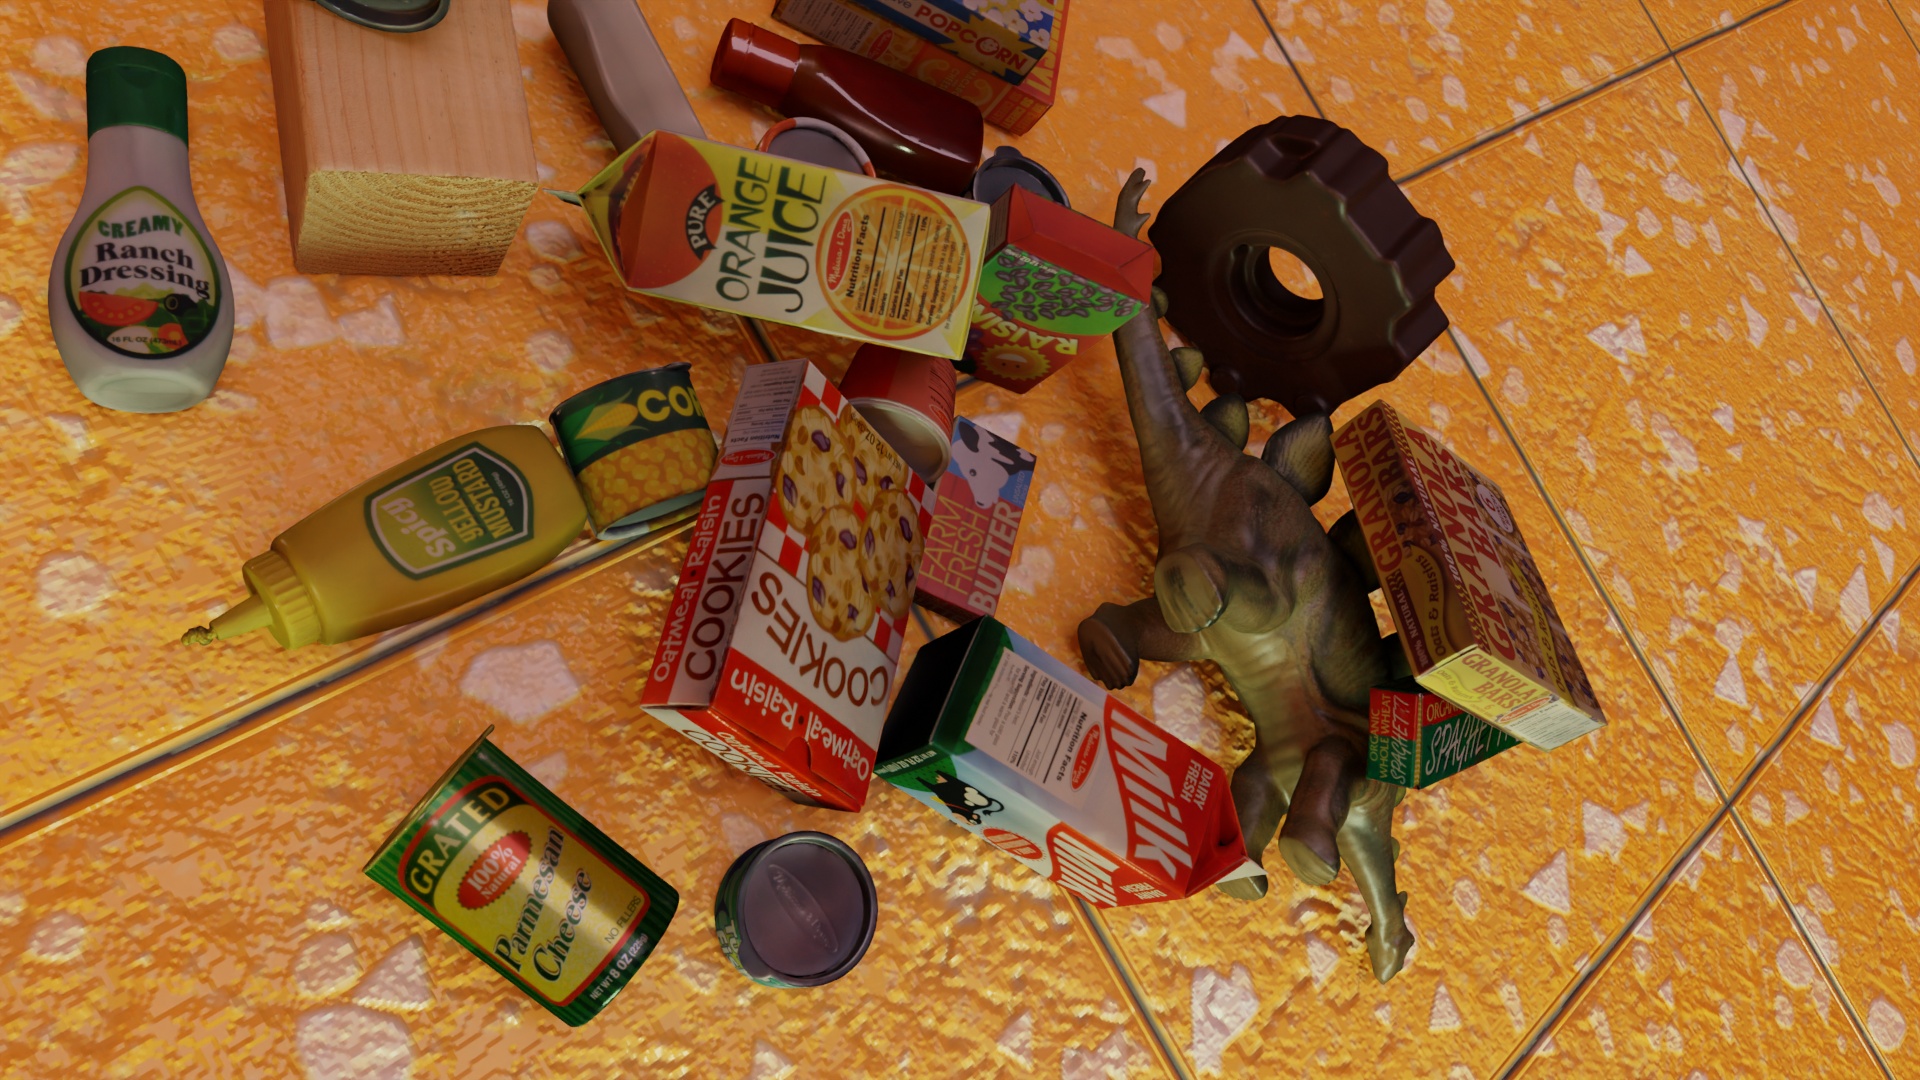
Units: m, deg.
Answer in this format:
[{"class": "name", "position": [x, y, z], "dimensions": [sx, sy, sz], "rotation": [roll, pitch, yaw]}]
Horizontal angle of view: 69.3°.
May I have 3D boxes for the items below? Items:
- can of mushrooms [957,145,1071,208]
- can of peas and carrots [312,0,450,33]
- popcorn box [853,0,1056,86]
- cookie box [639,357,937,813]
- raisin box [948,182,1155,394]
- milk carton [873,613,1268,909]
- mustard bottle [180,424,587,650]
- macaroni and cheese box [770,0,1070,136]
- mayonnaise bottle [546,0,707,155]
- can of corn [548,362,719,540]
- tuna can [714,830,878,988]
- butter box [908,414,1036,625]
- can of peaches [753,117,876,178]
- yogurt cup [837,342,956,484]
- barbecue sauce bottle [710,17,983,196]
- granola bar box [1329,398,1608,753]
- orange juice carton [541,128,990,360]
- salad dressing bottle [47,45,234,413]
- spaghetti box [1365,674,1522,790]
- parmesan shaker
[{"class": "can of mushrooms", "position": [0.028, -0.188, 0.801], "dimensions": [0.071, 0.033, 0.071], "rotation": [10, 68, -26]}, {"class": "can of peas and carrots", "position": [-0.229, -0.244, 0.546], "dimensions": [0.071, 0.070, 0.059], "rotation": [19, 64, -23]}, {"class": "popcorn box", "position": [-0.006, -0.323, 0.777], "dimensions": [0.127, 0.038, 0.085], "rotation": [21, 63, -21]}, {"class": "cookie box", "position": [-0.070, 0.022, 0.627], "dimensions": [0.122, 0.040, 0.168], "rotation": [47, 48, -49]}, {"class": "raisin box", "position": [0.030, -0.127, 0.725], "dimensions": [0.086, 0.123, 0.040], "rotation": [17, 65, -24]}, {"class": "milk carton", "position": [0.058, 0.122, 0.681], "dimensions": [0.190, 0.072, 0.074], "rotation": [33, 59, -14]}, {"class": "mustard bottle", "position": [-0.234, 0.006, 0.568], "dimensions": [0.161, 0.048, 0.065], "rotation": [-31, 86, -35]}, {"class": "macaroni and cheese box", "position": [-0.017, -0.329, 0.822], "dimensions": [0.166, 0.040, 0.124], "rotation": [20, 64, -22]}, {"class": "mayonnaise bottle", "position": [-0.152, -0.206, 0.687], "dimensions": [0.041, 0.064, 0.148], "rotation": [-29, 92, -19]}, {"class": "can of corn", "position": [-0.141, -0.039, 0.626], "dimensions": [0.071, 0.071, 0.058], "rotation": [-19, 84, -34]}, {"class": "tuna can", "position": [-0.074, 0.165, 0.612], "dimensions": [0.071, 0.032, 0.071], "rotation": [11, 67, -27]}, {"class": "butter box", "position": [0.003, -0.009, 0.725], "dimensions": [0.053, 0.024, 0.104], "rotation": [26, 61, -19]}, {"class": "can of peaches", "position": [-0.084, -0.173, 0.715], "dimensions": [0.071, 0.058, 0.071], "rotation": [11, 67, -27]}, {"class": "yogurt cup", "position": [-0.033, -0.067, 0.704], "dimensions": [0.072, 0.072, 0.054], "rotation": [27, 53, -19]}, {"class": "barbecue sauce bottle", "position": [-0.061, -0.240, 0.761], "dimensions": [0.148, 0.043, 0.065], "rotation": [17, 50, -23]}, {"class": "granola bar box", "position": [0.266, 0.018, 0.738], "dimensions": [0.124, 0.039, 0.166], "rotation": [27, 40, -33]}, {"class": "orange juice carton", "position": [-0.089, -0.138, 0.637], "dimensions": [0.193, 0.072, 0.073], "rotation": [10, 99, -9]}, {"class": "salad dressing bottle", "position": [-0.332, -0.127, 0.563], "dimensions": [0.064, 0.044, 0.148], "rotation": [-2, 73, -32]}, {"class": "spaghetti box", "position": [0.289, 0.093, 0.775], "dimensions": [0.251, 0.028, 0.050], "rotation": [-3, 95, -51]}, {"class": "parmesan shaker", "position": [-0.169, 0.132, 0.548], "dimensions": [0.103, 0.071, 0.071], "rotation": [42, 57, -11]}]
